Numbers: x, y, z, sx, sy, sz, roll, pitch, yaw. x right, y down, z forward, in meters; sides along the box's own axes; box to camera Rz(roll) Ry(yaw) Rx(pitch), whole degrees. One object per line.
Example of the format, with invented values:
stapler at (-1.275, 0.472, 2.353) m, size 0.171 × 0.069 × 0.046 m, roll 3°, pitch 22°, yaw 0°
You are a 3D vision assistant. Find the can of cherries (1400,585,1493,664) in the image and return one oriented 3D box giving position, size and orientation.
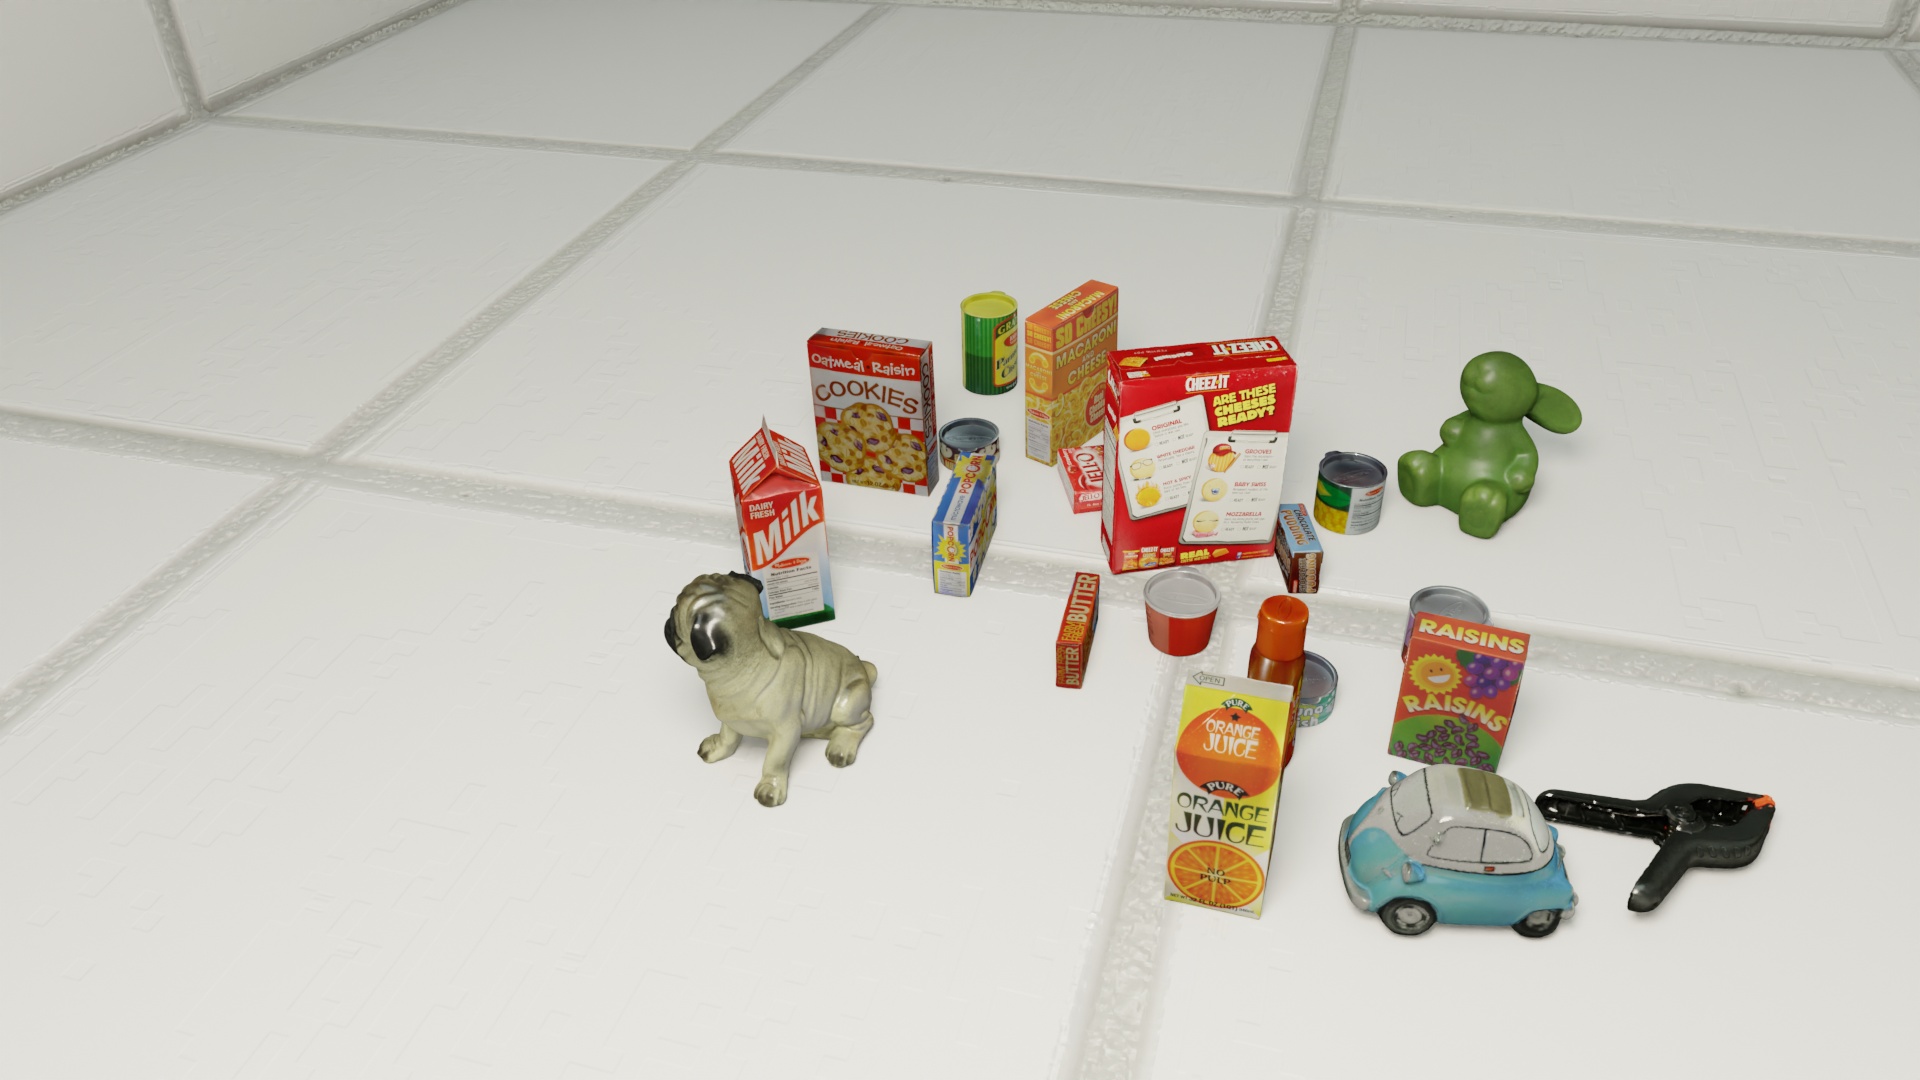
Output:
can of cherries at (0.419, 0.082, 1.197) m, size 0.071 × 0.058 × 0.072 m, roll -1°, pitch 35°, yaw 1°

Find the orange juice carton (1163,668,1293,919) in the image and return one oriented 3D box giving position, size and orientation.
orange juice carton at (0.188, 0.168, 0.970) m, size 0.072 × 0.191 × 0.073 m, roll 9°, pitch 36°, yaw 15°

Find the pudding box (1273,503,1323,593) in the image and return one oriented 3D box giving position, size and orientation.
pudding box at (0.319, 0.007, 1.317) m, size 0.030 × 0.049 × 0.084 m, roll -2°, pitch 35°, yaw 1°

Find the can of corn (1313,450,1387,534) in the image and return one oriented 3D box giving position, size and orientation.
can of corn at (0.386, -0.048, 1.384) m, size 0.071 × 0.058 × 0.071 m, roll -1°, pitch 35°, yaw 1°

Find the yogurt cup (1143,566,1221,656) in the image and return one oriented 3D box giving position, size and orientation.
yogurt cup at (0.196, 0.066, 1.235) m, size 0.072 × 0.053 × 0.073 m, roll -1°, pitch 35°, yaw 1°

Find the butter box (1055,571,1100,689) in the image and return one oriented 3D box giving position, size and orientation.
butter box at (0.104, 0.078, 1.223) m, size 0.024 × 0.052 × 0.104 m, roll 6°, pitch 36°, yaw 12°

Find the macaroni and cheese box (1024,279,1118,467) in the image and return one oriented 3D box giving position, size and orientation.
macaroni and cheese box at (0.121, -0.180, 1.492) m, size 0.040 × 0.165 × 0.124 m, roll 24°, pitch 42°, yaw 32°

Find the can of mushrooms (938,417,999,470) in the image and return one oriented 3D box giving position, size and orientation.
can of mushrooms at (0.009, -0.102, 1.501) m, size 0.071 × 0.033 × 0.071 m, roll -1°, pitch 35°, yaw 1°

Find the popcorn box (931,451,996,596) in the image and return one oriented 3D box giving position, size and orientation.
popcorn box at (0.005, -0.017, 1.336) m, size 0.038 × 0.084 × 0.127 m, roll 6°, pitch 36°, yaw 11°

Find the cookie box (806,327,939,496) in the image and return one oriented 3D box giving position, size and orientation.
cookie box at (-0.088, -0.132, 1.433) m, size 0.123 × 0.166 × 0.040 m, roll 9°, pitch 36°, yaw 16°

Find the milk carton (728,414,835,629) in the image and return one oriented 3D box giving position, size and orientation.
milk carton at (-0.162, -0.016, 1.251) m, size 0.073 × 0.189 × 0.072 m, roll -11°, pitch 36°, yaw -13°

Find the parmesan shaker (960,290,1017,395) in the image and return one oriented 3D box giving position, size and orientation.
parmesan shaker at (0.035, -0.230, 1.623) m, size 0.071 × 0.102 × 0.072 m, roll -1°, pitch 35°, yaw 1°

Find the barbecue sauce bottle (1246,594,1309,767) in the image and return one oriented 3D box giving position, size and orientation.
barbecue sauce bottle at (0.246, 0.111, 1.087) m, size 0.044 × 0.147 × 0.065 m, roll 12°, pitch 37°, yaw 19°

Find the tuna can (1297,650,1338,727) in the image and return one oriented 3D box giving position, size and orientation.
tuna can at (0.282, 0.125, 1.165) m, size 0.071 × 0.032 × 0.071 m, roll -1°, pitch 35°, yaw 1°

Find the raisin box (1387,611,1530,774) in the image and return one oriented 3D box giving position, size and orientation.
raisin box at (0.388, 0.121, 1.087) m, size 0.086 × 0.122 × 0.040 m, roll 13°, pitch 38°, yaw 20°
